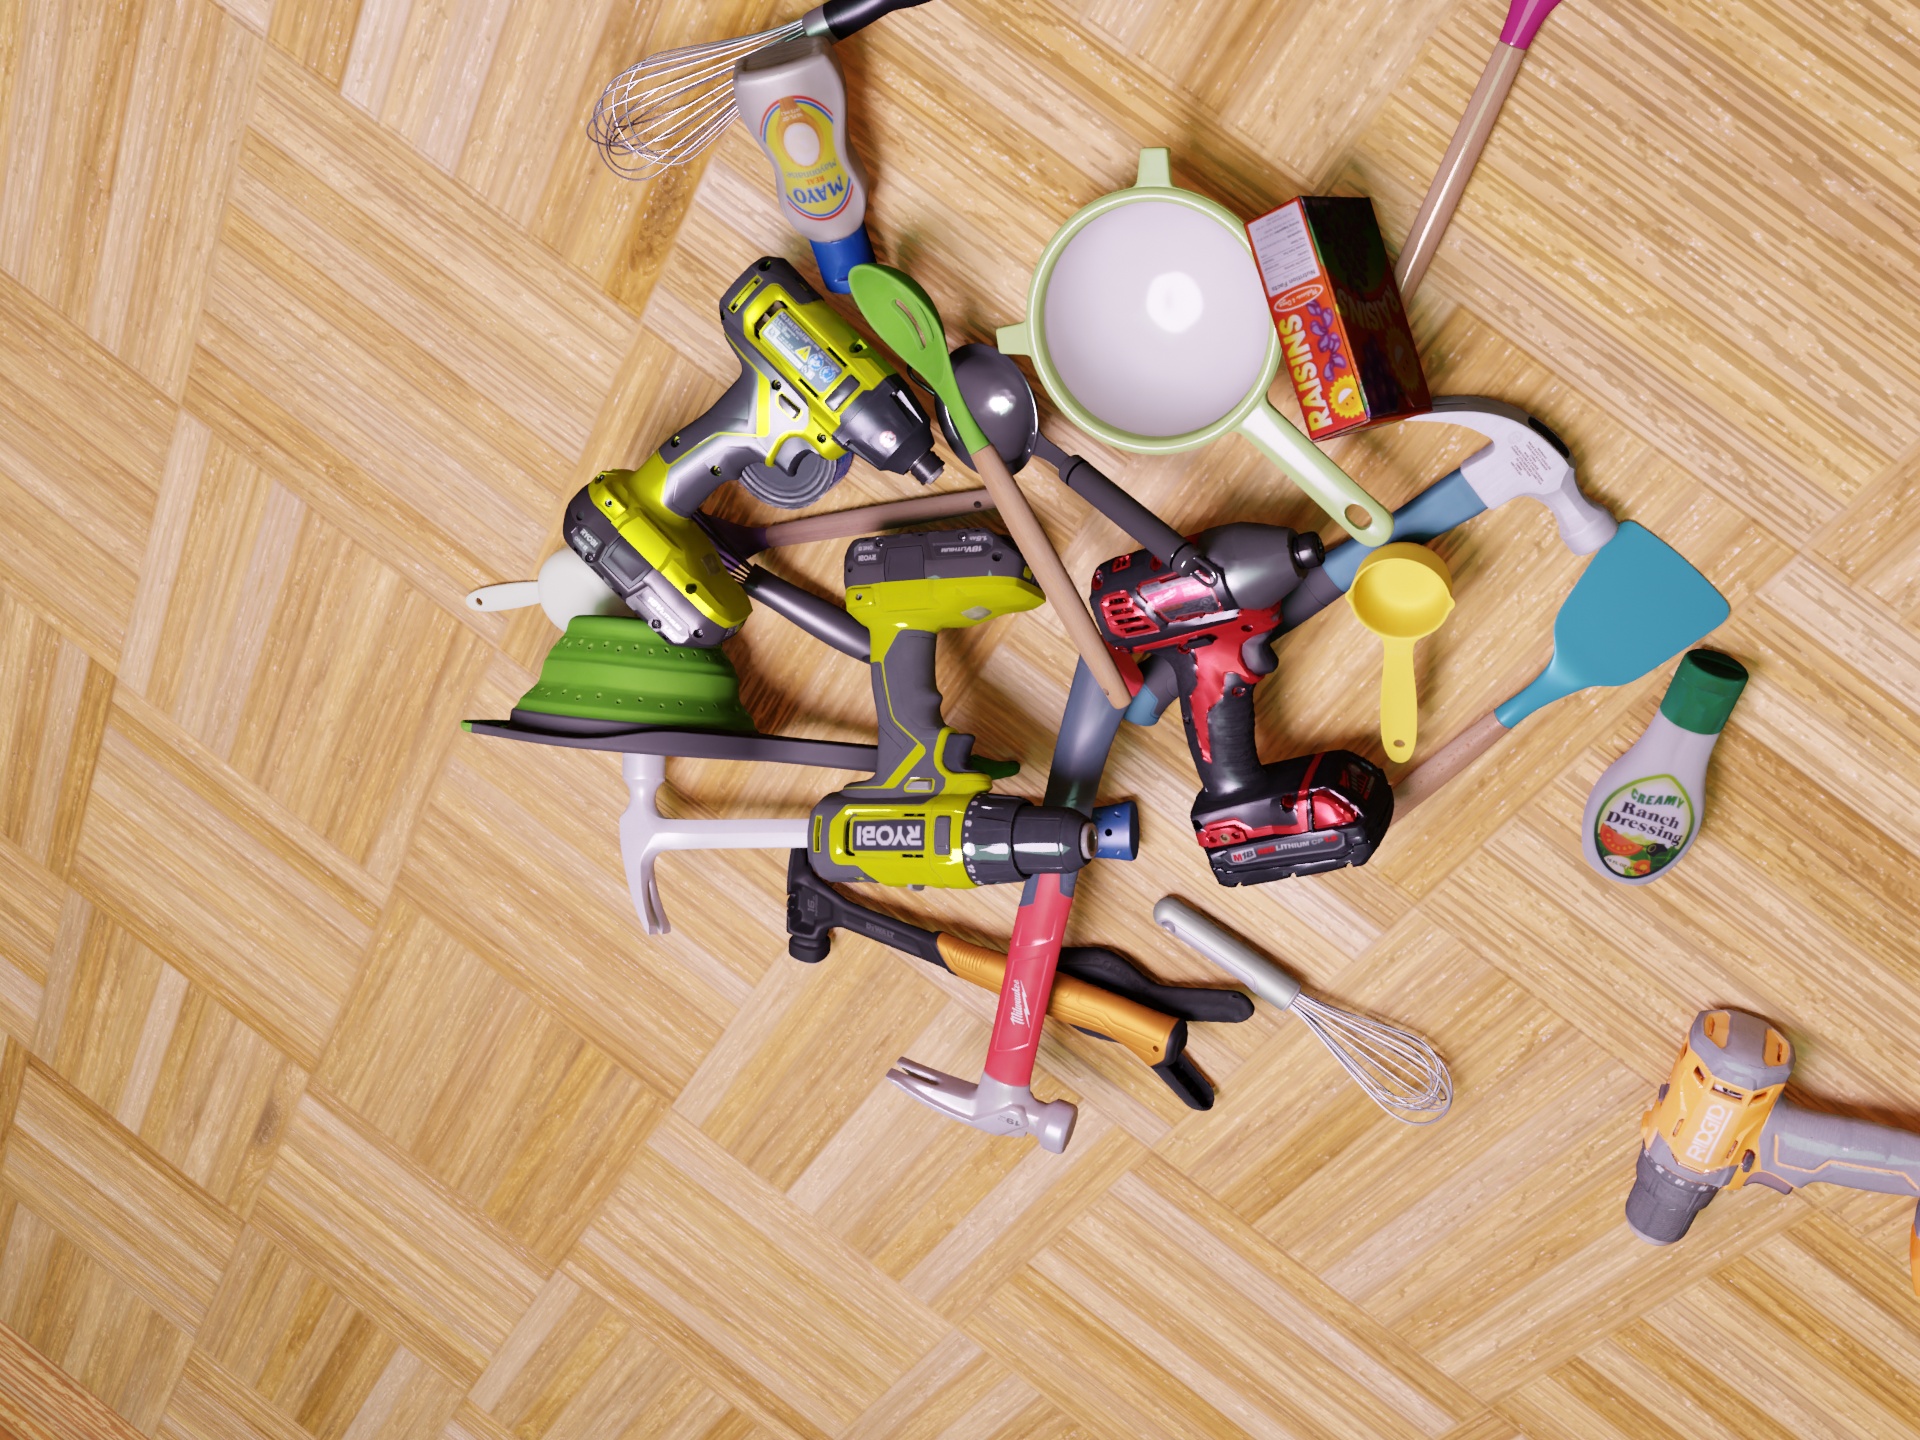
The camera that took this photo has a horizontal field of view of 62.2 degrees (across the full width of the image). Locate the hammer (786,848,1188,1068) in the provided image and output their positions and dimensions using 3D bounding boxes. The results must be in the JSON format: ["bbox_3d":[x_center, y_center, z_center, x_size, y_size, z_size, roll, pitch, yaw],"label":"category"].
[{"bbox_3d":[0.013,0.177,1.197,0.337,0.034,0.127,18,121,24],"label":"hammer"}]

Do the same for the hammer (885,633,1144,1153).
[{"bbox_3d":[0.045,0.119,1.105,0.143,0.038,0.386,17,114,15],"label":"hammer"}]

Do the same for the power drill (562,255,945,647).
[{"bbox_3d":[-0.132,-0.158,1.023,0.171,0.080,0.223,45,106,-2],"label":"power drill"}]

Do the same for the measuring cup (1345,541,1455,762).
[{"bbox_3d":[0.266,-0.040,0.957,0.062,0.029,0.156,6,133,21],"label":"measuring cup"}]

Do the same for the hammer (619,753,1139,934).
[{"bbox_3d":[-0.070,0.089,1.179,0.405,0.035,0.144,-2,86,18],"label":"hammer"}]

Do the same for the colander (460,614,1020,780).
[{"bbox_3d":[-0.151,-0.018,1.150,0.397,0.204,0.094,6,91,4],"label":"colander"}]

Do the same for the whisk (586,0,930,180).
[{"bbox_3d":[-0.108,-0.399,0.950,0.284,0.070,0.070,-15,110,26],"label":"whisk"}]

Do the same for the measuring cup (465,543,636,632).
[{"bbox_3d":[-0.326,-0.094,1.230,0.167,0.038,0.083,-5,115,25],"label":"measuring cup"}]

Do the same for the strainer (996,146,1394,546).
[{"bbox_3d":[0.157,-0.200,0.923,0.256,0.069,0.151,42,123,-2],"label":"strainer"}]

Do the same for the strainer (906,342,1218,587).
[{"bbox_3d":[0.065,-0.156,0.969,0.259,0.050,0.086,44,138,29],"label":"strainer"}]

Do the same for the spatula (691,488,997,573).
[{"bbox_3d":[-0.113,-0.135,1.120,0.316,0.018,0.059,-5,119,28],"label":"spatula"}]

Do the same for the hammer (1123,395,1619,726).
[{"bbox_3d":[0.220,-0.083,0.982,0.331,0.033,0.128,-33,100,35],"label":"hammer"}]

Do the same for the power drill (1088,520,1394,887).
[{"bbox_3d":[0.181,-0.015,0.976,0.143,0.078,0.219,-15,108,31],"label":"power drill"}]

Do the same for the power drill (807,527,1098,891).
[{"bbox_3d":[-0.002,-0.003,1.032,0.190,0.080,0.228,-2,81,26],"label":"power drill"}]

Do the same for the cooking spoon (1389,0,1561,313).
[{"bbox_3d":[0.276,-0.326,0.828,0.069,0.017,0.318,28,125,12],"label":"cooking spoon"}]

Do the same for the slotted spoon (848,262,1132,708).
[{"bbox_3d":[0.025,-0.144,0.976,0.313,0.031,0.070,60,159,-8],"label":"slotted spoon"}]

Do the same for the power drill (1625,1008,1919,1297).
[{"bbox_3d":[0.551,0.300,1.014,0.226,0.084,0.185,20,124,19],"label":"power drill"}]

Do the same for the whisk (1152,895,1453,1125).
[{"bbox_3d":[0.240,0.201,1.126,0.246,0.059,0.057,34,154,9],"label":"whisk"}]

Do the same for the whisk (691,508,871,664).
[{"bbox_3d":[-0.148,-0.103,1.123,0.239,0.055,0.055,30,127,-8],"label":"whisk"}]

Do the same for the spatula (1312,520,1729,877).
[{"bbox_3d":[0.324,0.009,0.993,0.082,0.044,0.317,41,131,-1],"label":"spatula"}]
